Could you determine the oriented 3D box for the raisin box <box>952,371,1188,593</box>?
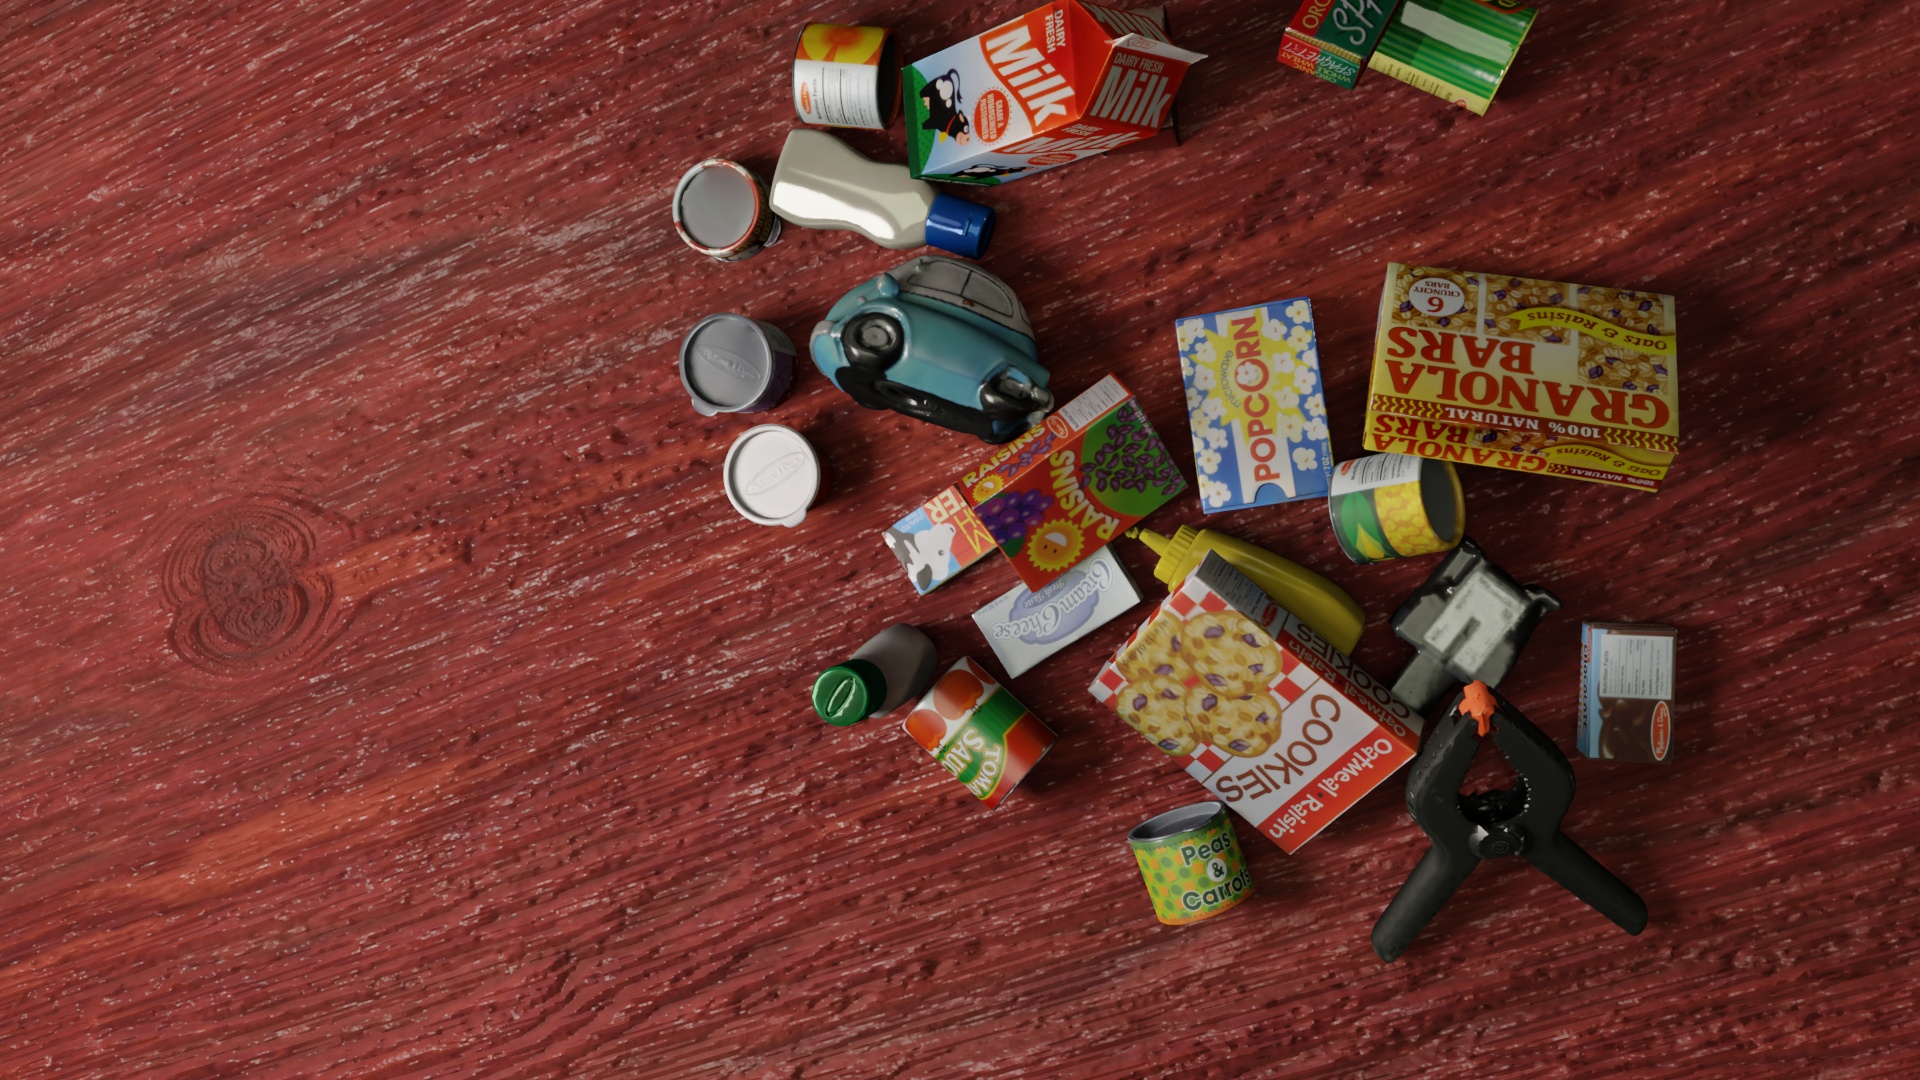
[{"bbox_3d":[0.070,-0.036,0.883,0.123,0.040,0.086,-35,126,2],"label":"raisin box"}]

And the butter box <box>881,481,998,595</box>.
[{"bbox_3d":[0.003,-0.012,0.937,0.103,0.024,0.053,-34,86,12],"label":"butter box"}]

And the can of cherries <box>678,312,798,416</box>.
[{"bbox_3d":[-0.152,-0.118,0.949,0.071,0.058,0.071,1,94,12],"label":"can of cherries"}]

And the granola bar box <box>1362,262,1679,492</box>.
[{"bbox_3d":[0.329,-0.099,0.820,0.165,0.039,0.125,10,56,12],"label":"granola bar box"}]

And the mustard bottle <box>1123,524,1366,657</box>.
[{"bbox_3d":[0.176,0.029,0.887,0.160,0.049,0.065,31,108,10],"label":"mustard bottle"}]

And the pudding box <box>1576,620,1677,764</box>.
[{"bbox_3d":[0.406,0.092,0.849,0.050,0.030,0.083,1,93,11],"label":"pudding box"}]

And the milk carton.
[{"bbox_3d":[0.053,-0.272,0.842,0.190,0.072,0.073,-3,93,47],"label":"milk carton"}]

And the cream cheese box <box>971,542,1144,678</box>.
[{"bbox_3d":[0.065,0.044,0.926,0.103,0.024,0.053,-33,87,12],"label":"cream cheese box"}]

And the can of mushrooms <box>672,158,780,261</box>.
[{"bbox_3d":[-0.161,-0.227,0.959,0.071,0.033,0.071,0,92,13],"label":"can of mushrooms"}]

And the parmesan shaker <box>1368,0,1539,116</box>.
[{"bbox_3d":[0.283,-0.308,0.836,0.103,0.071,0.071,28,98,10],"label":"parmesan shaker"}]

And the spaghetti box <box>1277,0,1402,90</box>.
[{"bbox_3d":[0.258,-0.368,0.810,0.050,0.028,0.251,27,73,11],"label":"spaghetti box"}]

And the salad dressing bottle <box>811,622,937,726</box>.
[{"bbox_3d":[-0.054,0.088,0.891,0.044,0.148,0.064,34,99,9],"label":"salad dressing bottle"}]

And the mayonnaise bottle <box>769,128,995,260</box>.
[{"bbox_3d":[-0.051,-0.227,0.931,0.148,0.041,0.064,20,100,10],"label":"mayonnaise bottle"}]

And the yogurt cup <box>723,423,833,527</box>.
[{"bbox_3d":[-0.121,-0.045,0.947,0.072,0.054,0.072,1,93,13],"label":"yogurt cup"}]

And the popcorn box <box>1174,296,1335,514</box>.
[{"bbox_3d":[0.188,-0.086,0.885,0.085,0.038,0.126,-8,90,12],"label":"popcorn box"}]

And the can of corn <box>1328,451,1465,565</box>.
[{"bbox_3d":[0.268,-0.020,0.847,0.058,0.071,0.071,-12,90,41],"label":"can of corn"}]

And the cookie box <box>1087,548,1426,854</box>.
[{"bbox_3d":[0.182,0.102,0.863,0.167,0.040,0.122,39,129,3],"label":"cookie box"}]

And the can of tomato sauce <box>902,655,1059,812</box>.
[{"bbox_3d":[0.012,0.128,0.918,0.083,0.071,0.071,41,101,8],"label":"can of tomato sauce"}]

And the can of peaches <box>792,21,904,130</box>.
[{"bbox_3d":[-0.072,-0.309,0.920,0.058,0.071,0.071,8,95,12],"label":"can of peaches"}]

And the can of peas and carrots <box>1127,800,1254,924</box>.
[{"bbox_3d":[0.149,0.206,0.891,0.071,0.071,0.058,-20,89,13],"label":"can of peas and carrots"}]
